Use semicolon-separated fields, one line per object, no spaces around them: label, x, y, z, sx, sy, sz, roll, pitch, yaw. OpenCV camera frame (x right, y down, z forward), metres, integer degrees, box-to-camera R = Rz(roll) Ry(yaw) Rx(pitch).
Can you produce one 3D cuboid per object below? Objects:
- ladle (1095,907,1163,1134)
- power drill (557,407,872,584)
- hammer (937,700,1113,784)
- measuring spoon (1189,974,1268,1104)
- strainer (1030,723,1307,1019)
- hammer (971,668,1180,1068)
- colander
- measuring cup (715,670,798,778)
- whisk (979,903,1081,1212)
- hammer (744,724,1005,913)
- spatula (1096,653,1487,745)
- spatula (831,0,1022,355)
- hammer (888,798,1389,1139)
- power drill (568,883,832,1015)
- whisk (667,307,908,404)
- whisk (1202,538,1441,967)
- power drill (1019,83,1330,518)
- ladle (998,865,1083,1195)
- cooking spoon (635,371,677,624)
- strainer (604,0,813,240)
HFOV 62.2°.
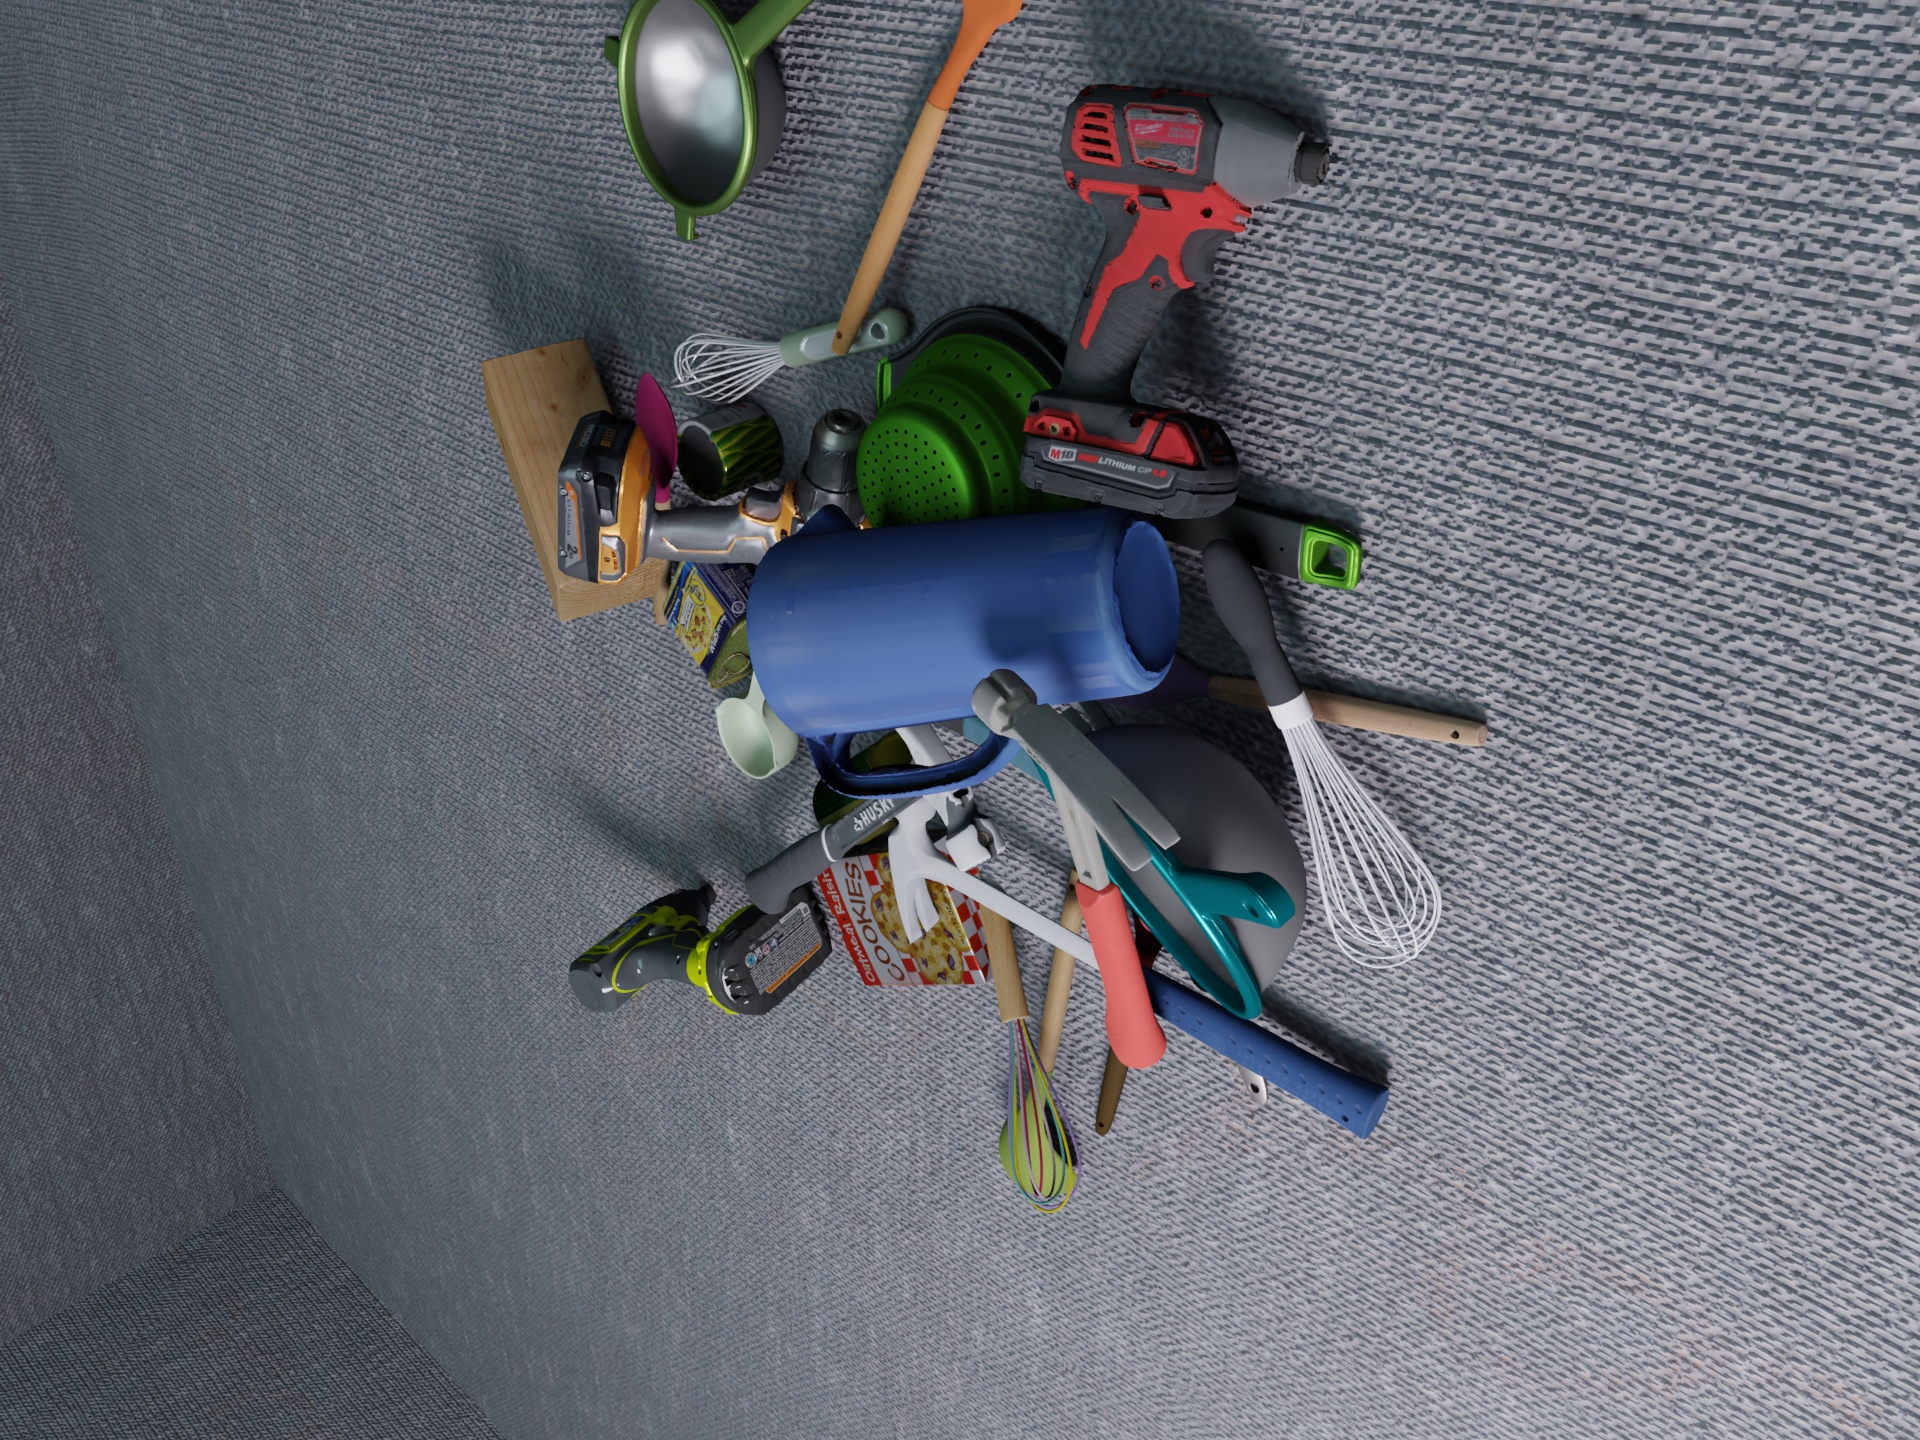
ladle;0.129;0.206;1.177;0.069;0.031;0.315;28;133;24
power drill;-0.175;-0.163;1.170;0.226;0.084;0.185;11;136;-5
hammer;-0.002;-0.004;1.190;0.331;0.033;0.128;30;132;33
measuring spoon;0.190;0.220;1.124;0.034;0.018;0.124;-12;103;50
strainer;0.152;0.070;0.912;0.211;0.095;0.340;53;172;-2
hammer;0.092;0.123;0.947;0.149;0.037;0.358;47;165;38
colander;0.058;-0.136;0.998;0.397;0.094;0.204;23;127;38
measuring cup;-0.161;-0.023;1.351;0.083;0.038;0.167;42;135;22
whisk;0.043;0.252;1.221;0.047;0.051;0.245;133;130;-61
hammer;-0.095;0.085;1.222;0.149;0.036;0.409;61;150;4
spatula;0.180;-0.020;0.995;0.316;0.018;0.059;14;115;43
spatula;-0.029;-0.362;0.990;0.081;0.041;0.322;45;132;19
hammer;0.110;0.179;1.128;0.406;0.035;0.144;27;134;28
power drill;-0.235;0.204;1.473;0.223;0.171;0.080;-5;114;40
whisk;-0.130;-0.270;1.165;0.246;0.059;0.057;-1;121;43
whisk;0.206;0.022;0.936;0.070;0.070;0.284;-14;108;50
power drill;0.114;-0.227;0.866;0.143;0.078;0.219;16;106;25
ladle;0.079;0.247;1.253;0.078;0.062;0.320;33;127;40
cooking spoon;-0.247;-0.170;1.312;0.069;0.017;0.318;57;156;21
strainer;-0.135;-0.439;1.052;0.256;0.069;0.151;-17;96;50
